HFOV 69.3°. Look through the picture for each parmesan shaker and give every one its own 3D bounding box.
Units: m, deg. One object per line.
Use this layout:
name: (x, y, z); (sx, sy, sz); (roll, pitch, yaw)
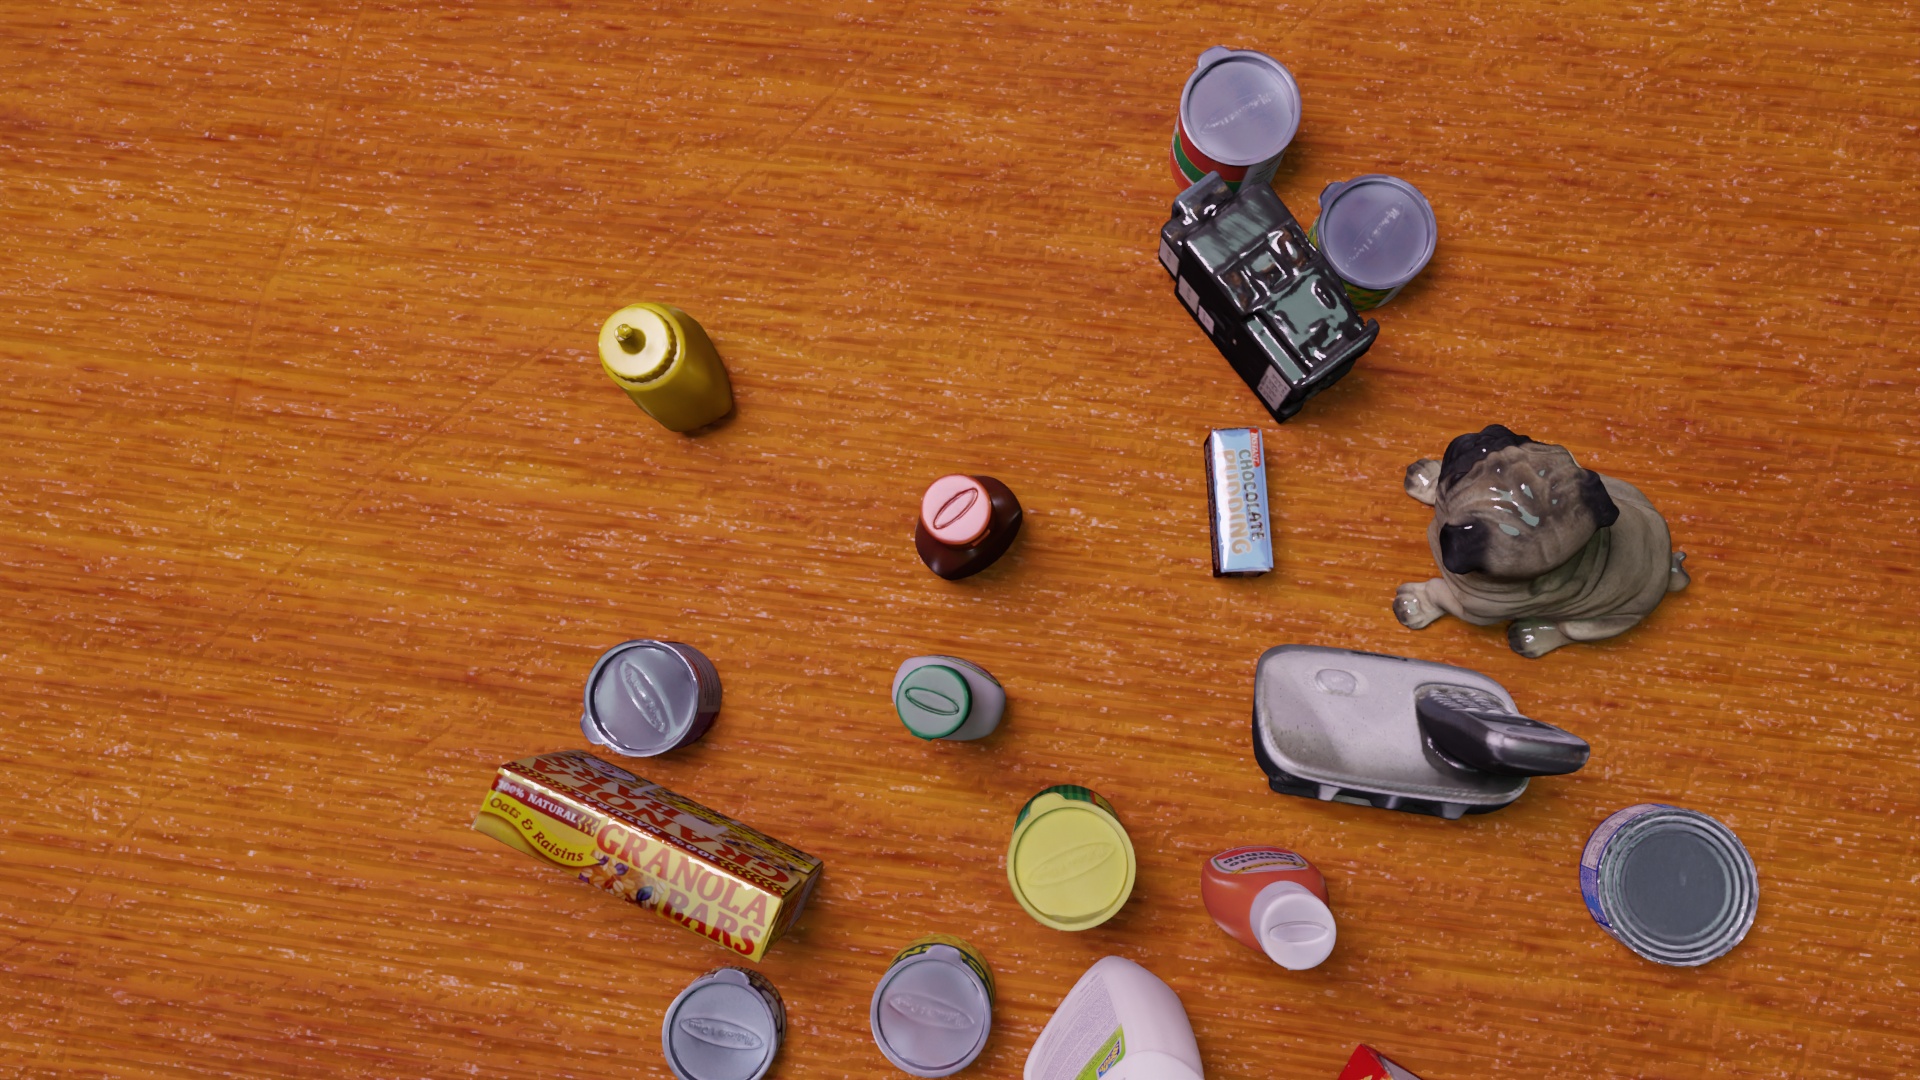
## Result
parmesan shaker: (0.059, 0.168, 0.764); (0.071, 0.103, 0.071); (0, 85, 4)

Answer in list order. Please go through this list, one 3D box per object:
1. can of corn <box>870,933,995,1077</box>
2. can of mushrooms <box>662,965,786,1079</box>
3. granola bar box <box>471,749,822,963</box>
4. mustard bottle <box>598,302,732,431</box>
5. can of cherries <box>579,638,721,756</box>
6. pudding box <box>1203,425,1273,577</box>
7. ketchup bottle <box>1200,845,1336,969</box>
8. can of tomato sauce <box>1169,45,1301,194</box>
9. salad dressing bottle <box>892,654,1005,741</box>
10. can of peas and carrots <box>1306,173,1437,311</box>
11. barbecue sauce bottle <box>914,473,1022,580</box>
can of corn: (-0.014, 0.258, 0.783); (0.071, 0.058, 0.071); (0, 85, 4)
can of mushrooms: (-0.135, 0.279, 0.800); (0.071, 0.033, 0.071); (0, 85, 4)
granola bar box: (-0.166, 0.168, 0.767); (0.166, 0.124, 0.039); (23, 87, 5)
mustard bottle: (-0.168, -0.101, 0.773); (0.049, 0.160, 0.065); (-23, 84, 2)
can of cherries: (-0.180, 0.092, 0.808); (0.071, 0.058, 0.071); (0, 85, 4)
pudding box: (0.160, -0.021, 0.802); (0.030, 0.049, 0.083); (-4, 85, 3)
ketchup bottle: (0.166, 0.192, 0.732); (0.065, 0.148, 0.043); (-5, 85, 3)
can of tomato sauce: (0.155, -0.237, 0.804); (0.071, 0.083, 0.071); (0, 85, 4)
salad dressing bottle: (-0.009, 0.085, 0.753); (0.064, 0.147, 0.044); (20, 87, 5)
can of peas and carrots: (0.233, -0.173, 0.806); (0.071, 0.058, 0.071); (0, 85, 4)
barbecue sauce bottle: (0.003, -0.010, 0.760); (0.065, 0.148, 0.044); (-41, 84, 0)
